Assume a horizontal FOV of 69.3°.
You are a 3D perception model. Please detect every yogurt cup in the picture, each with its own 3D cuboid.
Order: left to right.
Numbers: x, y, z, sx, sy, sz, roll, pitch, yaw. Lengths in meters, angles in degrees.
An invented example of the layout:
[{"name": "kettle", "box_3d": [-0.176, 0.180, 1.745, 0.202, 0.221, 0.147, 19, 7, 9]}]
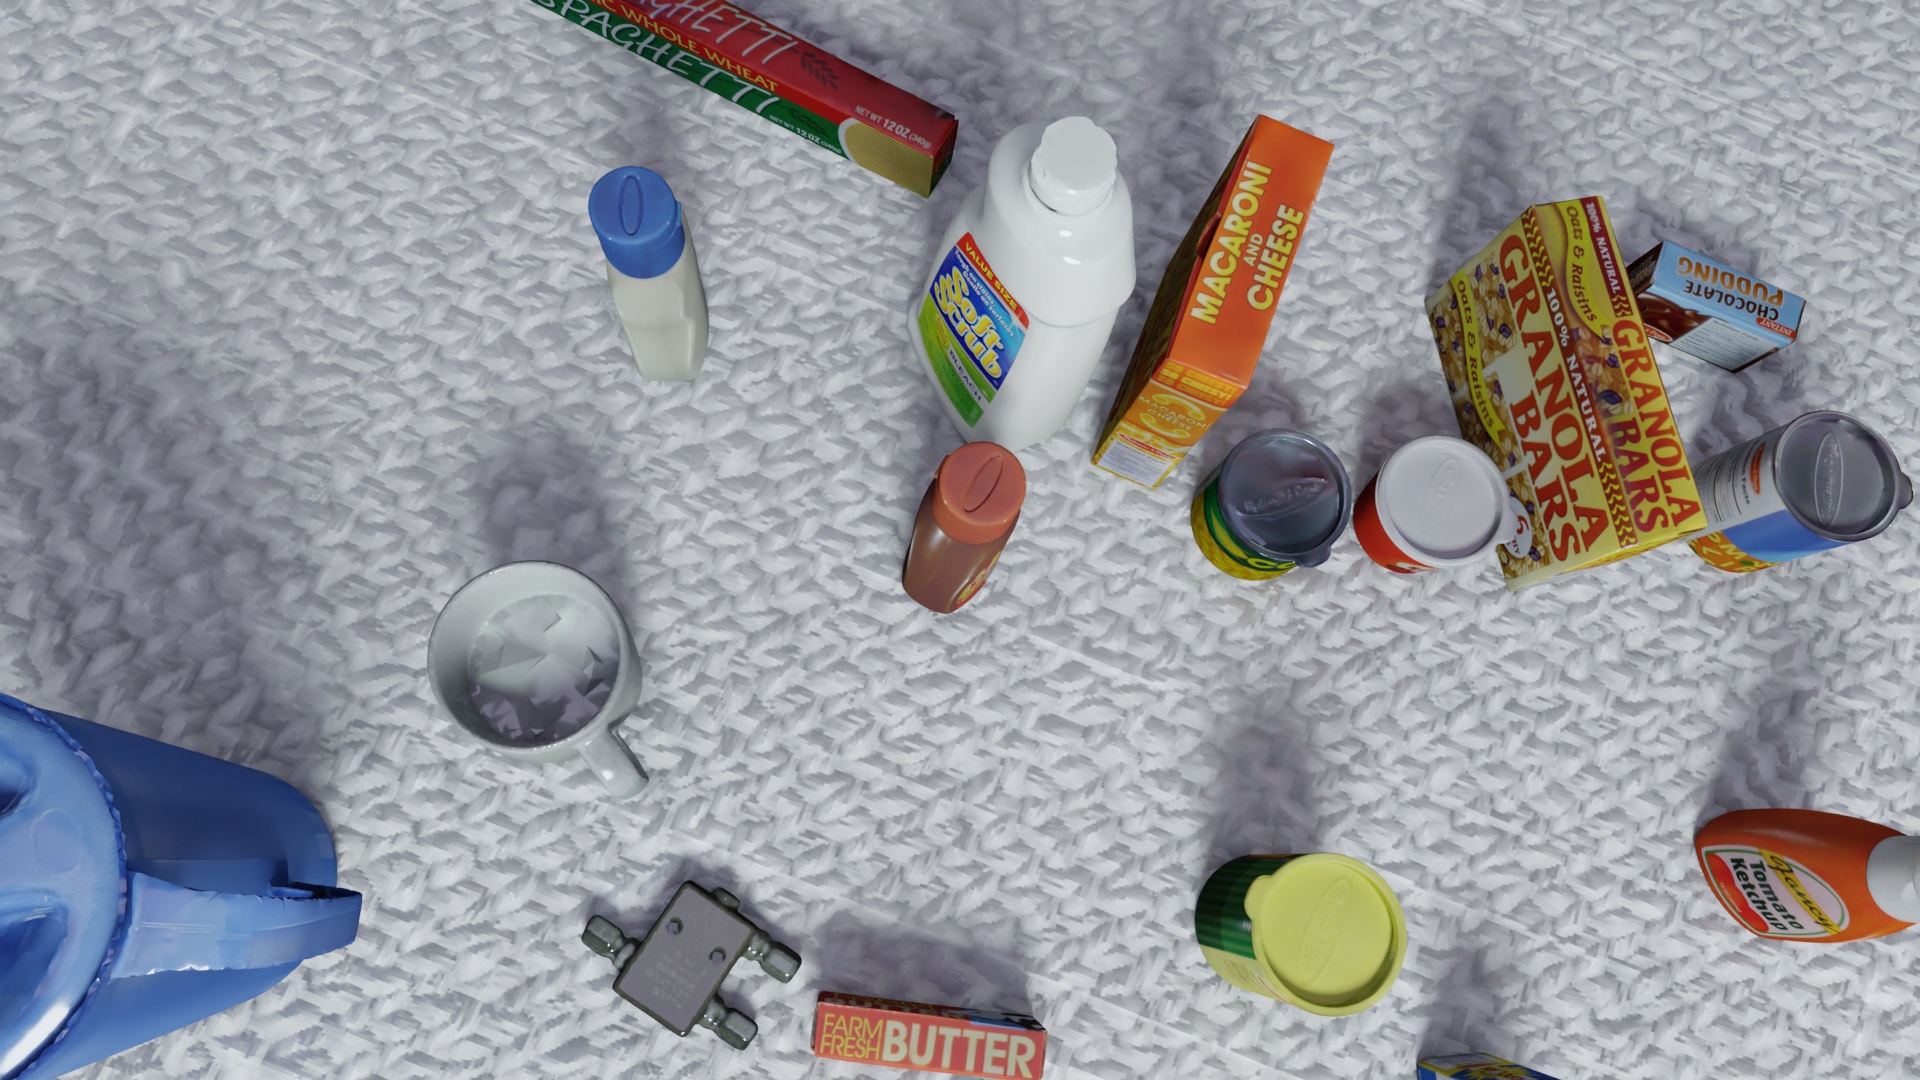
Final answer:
[{"name": "yogurt cup", "box_3d": [0.235, -0.015, 0.705, 0.072, 0.054, 0.072, 1, 77, -5]}]

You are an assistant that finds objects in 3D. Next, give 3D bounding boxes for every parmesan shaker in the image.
[{"name": "parmesan shaker", "box_3d": [0.147, 0.173, 0.628, 0.071, 0.103, 0.071, 1, 77, -5]}]

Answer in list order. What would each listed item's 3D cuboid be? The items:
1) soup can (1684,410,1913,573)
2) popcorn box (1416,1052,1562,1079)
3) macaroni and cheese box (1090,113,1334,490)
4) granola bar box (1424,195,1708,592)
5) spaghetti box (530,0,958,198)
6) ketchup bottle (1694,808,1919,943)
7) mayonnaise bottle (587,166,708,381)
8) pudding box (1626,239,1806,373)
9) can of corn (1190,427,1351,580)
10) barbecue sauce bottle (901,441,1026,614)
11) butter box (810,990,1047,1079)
[{"name": "soup can", "box_3d": [0.422, -0.022, 0.709, 0.071, 0.083, 0.071, 1, 77, -5]}, {"name": "popcorn box", "box_3d": [0.247, 0.300, 0.617, 0.038, 0.085, 0.127, -6, 78, -6]}, {"name": "macaroni and cheese box", "box_3d": [0.113, -0.104, 0.657, 0.040, 0.166, 0.124, 22, 76, 0]}, {"name": "granola bar box", "box_3d": [0.294, -0.068, 0.687, 0.039, 0.124, 0.166, -10, 78, -7]}, {"name": "spaghetti box", "box_3d": [-0.119, -0.256, 0.731, 0.250, 0.050, 0.029, 27, 77, 1]}, {"name": "ketchup bottle", "box_3d": [0.404, 0.153, 0.633, 0.043, 0.148, 0.065, -29, 82, -10]}, {"name": "mayonnaise bottle", "box_3d": [-0.143, -0.124, 0.648, 0.041, 0.147, 0.065, -2, 78, -5]}, {"name": "pudding box", "box_3d": [0.399, -0.125, 0.748, 0.084, 0.049, 0.030, 23, 76, 0]}, {"name": "can of corn", "box_3d": [0.155, -0.014, 0.696, 0.071, 0.058, 0.071, 1, 77, -5]}, {"name": "barbecue sauce bottle", "box_3d": [0.002, -0.008, 0.634, 0.044, 0.148, 0.065, 31, 77, 2]}, {"name": "butter box", "box_3d": [-0.015, 0.224, 0.627, 0.103, 0.053, 0.024, 8, 77, -3]}]
